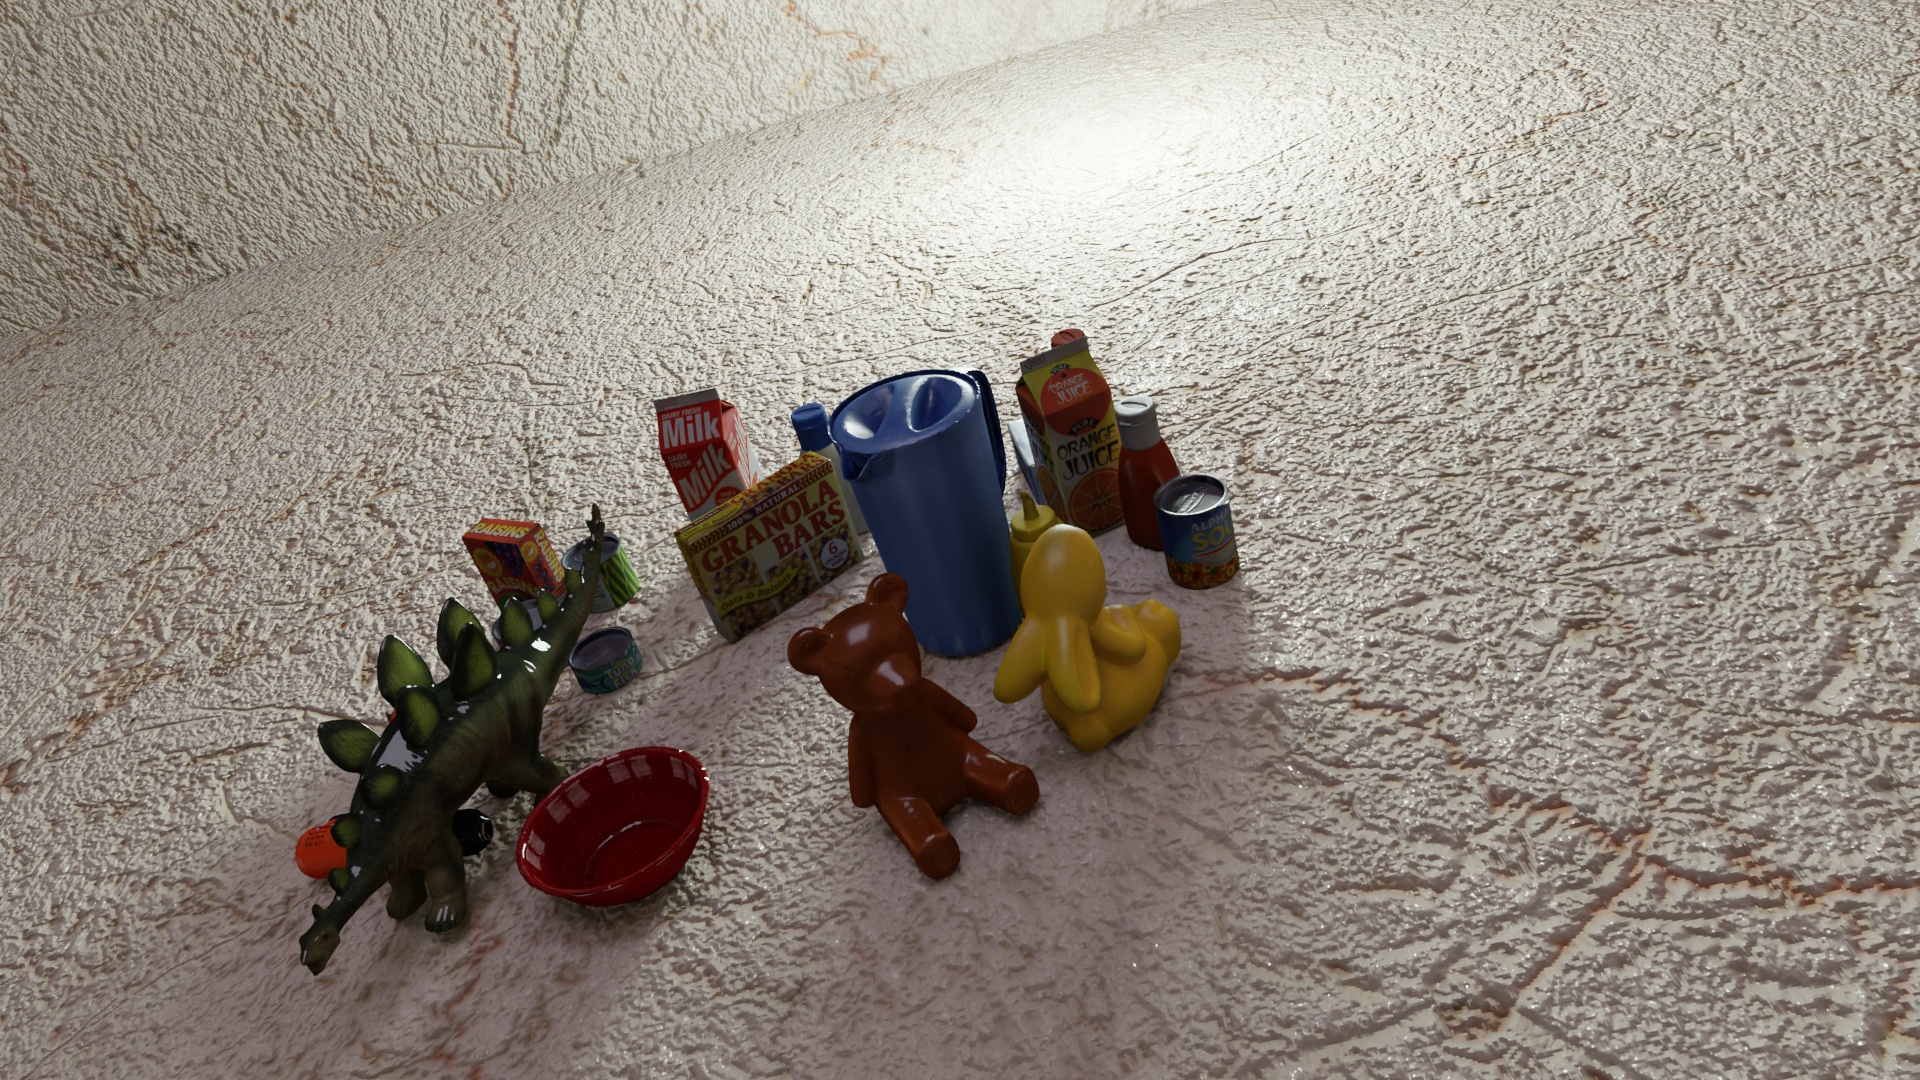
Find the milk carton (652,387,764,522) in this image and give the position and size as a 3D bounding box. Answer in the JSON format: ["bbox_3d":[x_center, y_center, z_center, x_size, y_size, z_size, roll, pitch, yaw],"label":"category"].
[{"bbox_3d":[-0.256,-0.072,1.457,0.072,0.189,0.074,-11,33,9],"label":"milk carton"}]

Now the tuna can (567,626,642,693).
[{"bbox_3d":[-0.346,0.118,1.360,0.071,0.032,0.071,-12,33,8],"label":"tuna can"}]

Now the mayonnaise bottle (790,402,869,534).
[{"bbox_3d":[-0.136,-0.072,1.442,0.065,0.147,0.041,-12,33,7],"label":"mayonnaise bottle"}]

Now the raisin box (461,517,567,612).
[{"bbox_3d":[-0.453,0.038,1.444,0.086,0.122,0.040,6,39,31],"label":"raisin box"}]

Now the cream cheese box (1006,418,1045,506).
[{"bbox_3d":[0.075,-0.082,1.449,0.024,0.053,0.104,-18,33,-1],"label":"cream cheese box"}]

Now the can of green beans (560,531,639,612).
[{"bbox_3d":[-0.382,0.035,1.476,0.071,0.057,0.071,-12,33,8],"label":"can of green beans"}]

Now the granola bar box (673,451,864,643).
[{"bbox_3d":[-0.186,0.005,1.372,0.166,0.123,0.039,-34,36,-24],"label":"granola bar box"}]

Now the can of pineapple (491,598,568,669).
[{"bbox_3d":[-0.428,0.101,1.399,0.071,0.057,0.071,-12,33,8],"label":"can of pineapple"}]

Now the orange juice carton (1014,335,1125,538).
[{"bbox_3d":[0.109,-0.101,1.335,0.072,0.191,0.073,-23,33,-10],"label":"orange juice carton"}]

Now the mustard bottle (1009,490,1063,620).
[{"bbox_3d":[0.074,0.019,1.202,0.065,0.159,0.049,-24,33,-10],"label":"mustard bottle"}]

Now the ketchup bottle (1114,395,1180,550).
[{"bbox_3d":[0.174,-0.062,1.288,0.065,0.148,0.044,13,43,38],"label":"ketchup bottle"}]

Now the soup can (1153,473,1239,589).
[{"bbox_3d":[0.215,-0.007,1.248,0.071,0.083,0.072,-12,33,8],"label":"soup can"}]

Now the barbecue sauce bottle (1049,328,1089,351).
[{"bbox_3d":[0.126,-0.147,1.436,0.044,0.147,0.065,-25,33,-13],"label":"barbecue sauce bottle"}]
